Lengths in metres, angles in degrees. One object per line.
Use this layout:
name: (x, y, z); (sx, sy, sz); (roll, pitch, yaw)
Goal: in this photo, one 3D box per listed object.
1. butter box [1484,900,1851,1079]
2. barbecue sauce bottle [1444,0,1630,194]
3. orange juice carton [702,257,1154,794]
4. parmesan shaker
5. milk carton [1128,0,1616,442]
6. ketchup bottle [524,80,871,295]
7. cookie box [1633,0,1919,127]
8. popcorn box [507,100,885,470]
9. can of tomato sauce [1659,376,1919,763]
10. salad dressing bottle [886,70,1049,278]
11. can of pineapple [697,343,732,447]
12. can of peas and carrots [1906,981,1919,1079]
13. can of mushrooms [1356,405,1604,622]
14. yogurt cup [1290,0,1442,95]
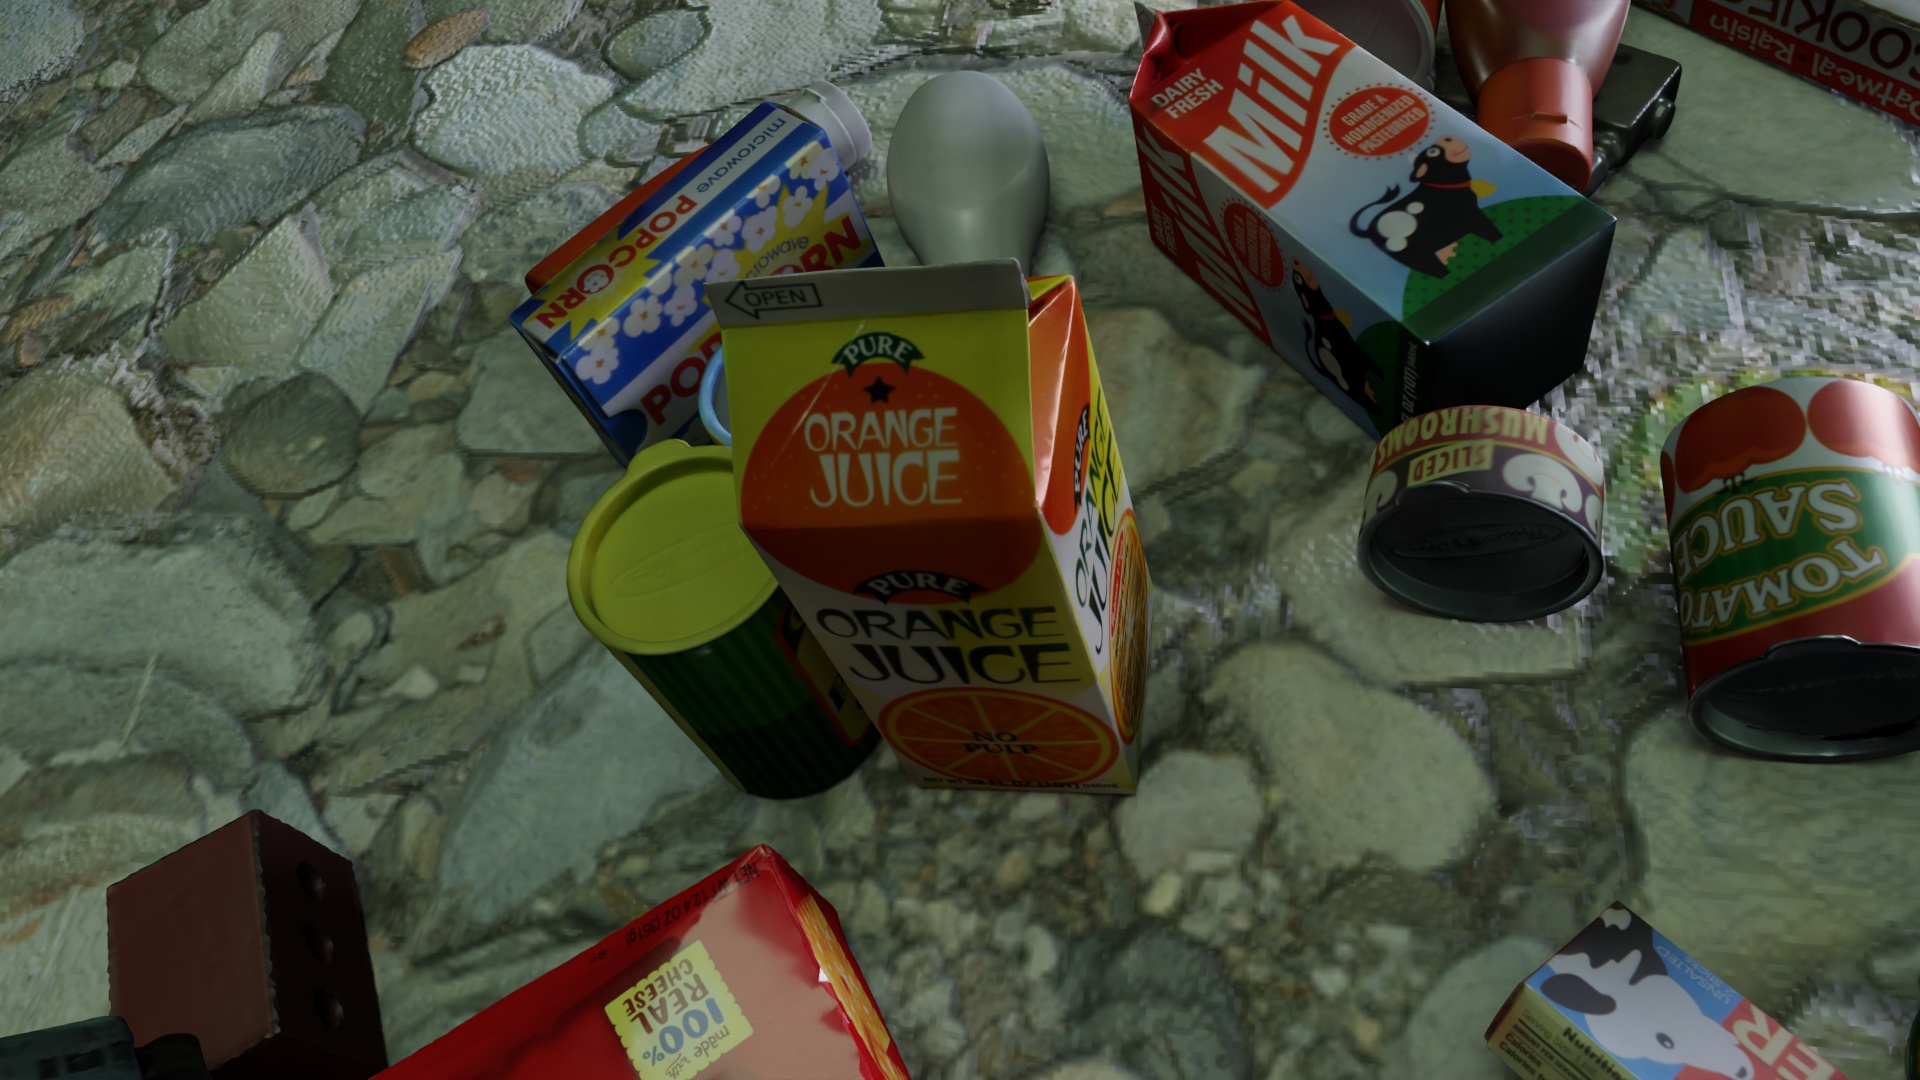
butter box: (0.177, 0.133, 0.314); (0.053, 0.024, 0.104); (-17, 45, -40)
barbecue sauce bottle: (0.202, -0.181, 0.489); (0.065, 0.043, 0.149); (10, 61, 8)
orange juice carton: (0.001, -0.005, 0.365); (0.072, 0.192, 0.073); (-1, 57, 16)
parmesan shaker: (-0.065, 0.026, 0.418); (0.071, 0.102, 0.071); (-7, 57, 11)
milk carton: (0.121, -0.118, 0.480); (0.073, 0.072, 0.191); (-34, 55, -7)
ketchup bottle: (-0.102, -0.131, 0.568); (0.149, 0.043, 0.065); (-43, 58, -14)
cookie box: (0.335, -0.229, 0.514); (0.123, 0.040, 0.168); (-38, 56, -10)
popcorn box: (-0.090, -0.087, 0.510); (0.038, 0.085, 0.127); (35, 73, 33)
can of tomato sauce: (0.225, 0.007, 0.370); (0.071, 0.071, 0.083); (1, 57, 16)
salad dressing bottle: (0.006, -0.114, 0.528); (0.064, 0.043, 0.148); (-10, 56, 7)
can of pineapple: (-0.052, -0.039, 0.485); (0.071, 0.057, 0.071); (-7, 56, 11)
can of peas and carrots: (0.250, 0.113, 0.300); (0.071, 0.058, 0.071); (-7, 56, 11)
can of mushrooms: (0.149, -0.008, 0.401); (0.071, 0.070, 0.033); (6, 58, 19)
yogurt cup: (0.153, -0.202, 0.534); (0.072, 0.072, 0.054); (14, 54, 23)
